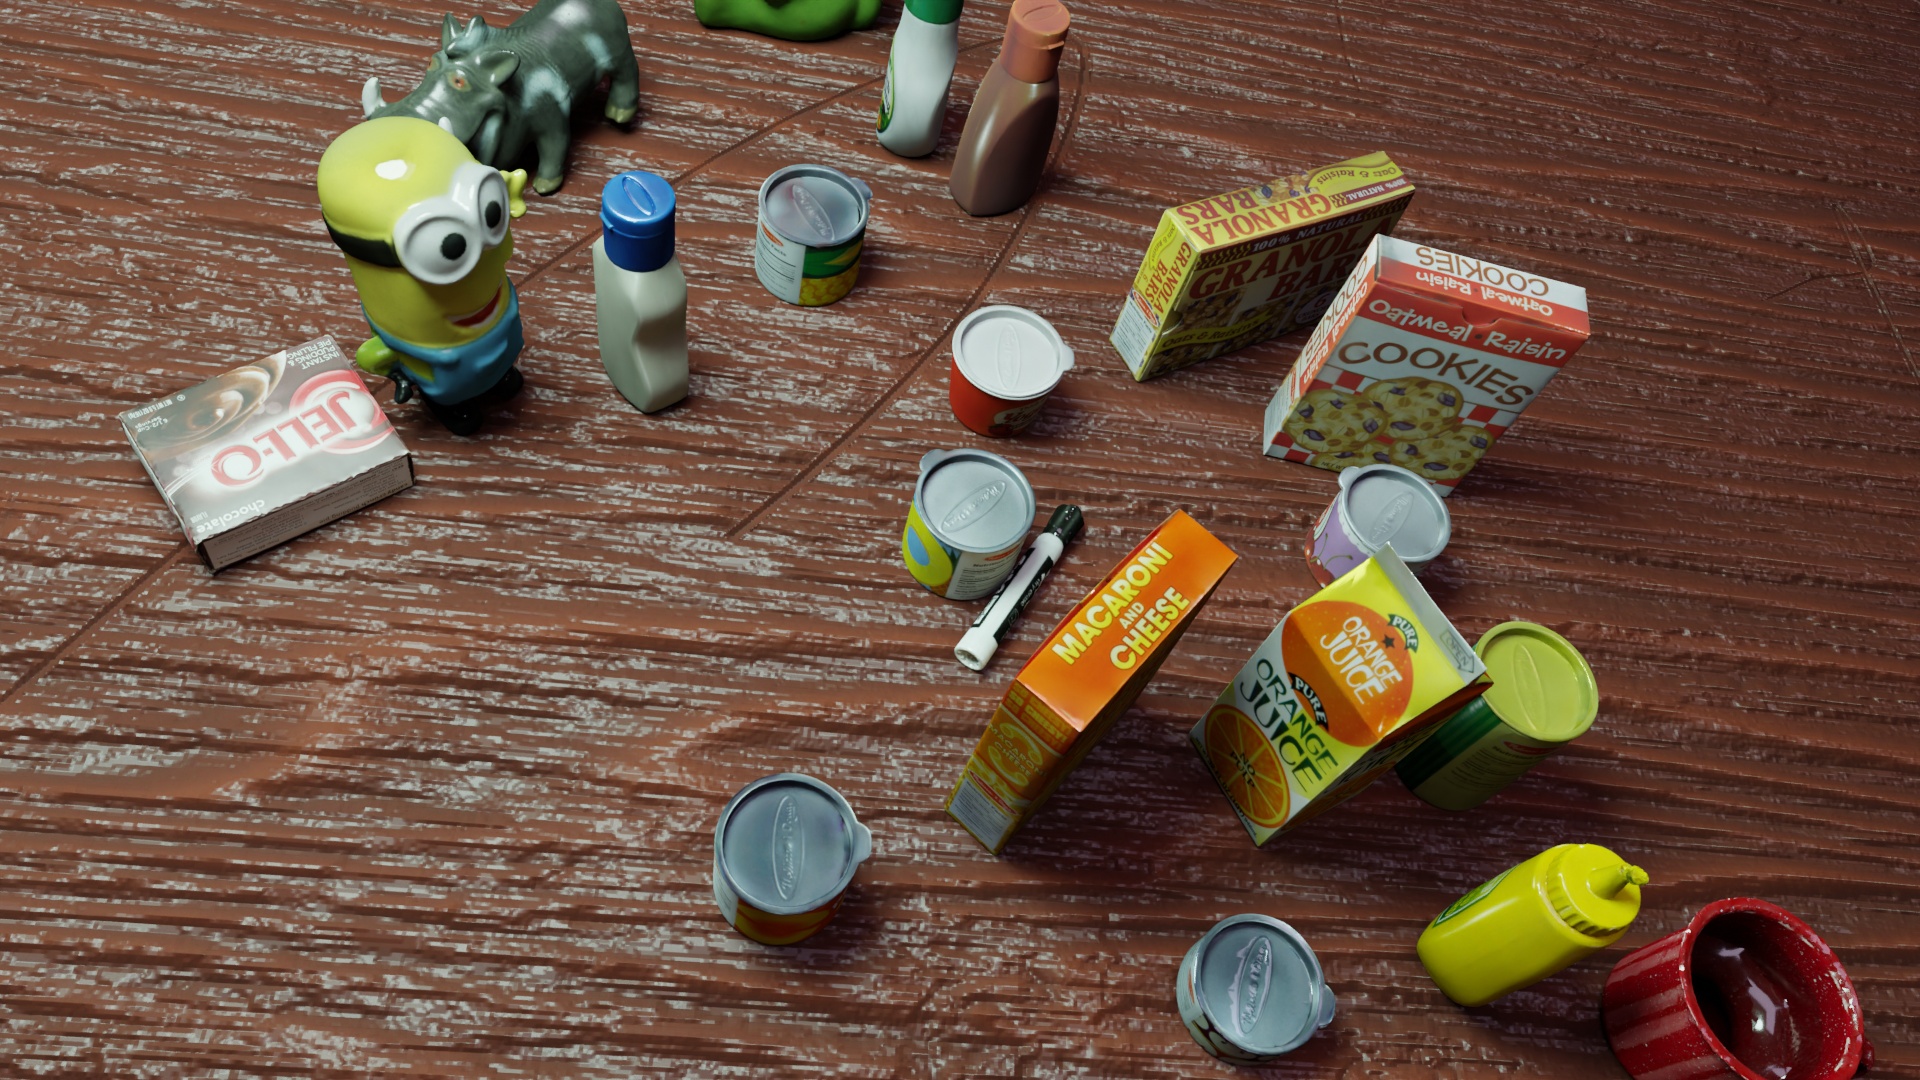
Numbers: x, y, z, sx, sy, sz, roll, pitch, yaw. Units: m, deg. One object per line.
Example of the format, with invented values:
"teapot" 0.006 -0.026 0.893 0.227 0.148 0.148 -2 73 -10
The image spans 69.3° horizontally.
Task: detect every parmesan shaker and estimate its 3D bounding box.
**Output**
"parmesan shaker" 0.277 0.095 0.739 0.071 0.102 0.071 5 59 -9

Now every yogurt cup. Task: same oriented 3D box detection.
"yogurt cup" 0.024 -0.098 0.829 0.072 0.053 0.073 5 59 -9

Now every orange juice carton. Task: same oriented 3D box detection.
"orange juice carton" 0.187 0.075 0.678 0.073 0.191 0.072 -21 66 -22

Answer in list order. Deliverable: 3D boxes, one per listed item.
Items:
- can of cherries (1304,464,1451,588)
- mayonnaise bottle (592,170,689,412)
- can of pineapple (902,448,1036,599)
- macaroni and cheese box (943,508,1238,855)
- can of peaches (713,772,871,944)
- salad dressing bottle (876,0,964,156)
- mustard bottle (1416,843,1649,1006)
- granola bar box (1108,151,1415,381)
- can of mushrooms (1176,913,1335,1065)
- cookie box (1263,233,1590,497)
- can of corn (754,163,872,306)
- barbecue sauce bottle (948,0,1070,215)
"can of cherries" 0.242 -0.004 0.817 0.071 0.058 0.072 5 59 -9
"mayonnaise bottle" -0.173 -0.135 0.753 0.041 0.147 0.065 -28 69 -25
"can of pineapple" 0.003 -0.010 0.769 0.071 0.057 0.071 5 59 -9
"macaroni and cheese box" 0.058 0.072 0.667 0.040 0.165 0.124 40 60 12
"can of peaches" -0.081 0.151 0.654 0.071 0.057 0.071 5 59 -9
"salad dressing bottle" -0.024 -0.316 0.895 0.044 0.147 0.064 9 58 -7
"mustard bottle" 0.275 0.176 0.655 0.065 0.159 0.049 -27 68 -25
"granola bar box" 0.186 -0.170 0.866 0.166 0.123 0.039 -20 66 -22
"can of mushrooms" 0.142 0.220 0.675 0.071 0.033 0.071 5 58 -9
"cookie box" 0.266 -0.096 0.813 0.123 0.166 0.040 13 58 -4
"can of corn" -0.090 -0.188 0.856 0.071 0.058 0.071 5 59 -9
"barbecue sauce bottle" 0.035 -0.274 0.882 0.065 0.147 0.044 -27 69 -25
